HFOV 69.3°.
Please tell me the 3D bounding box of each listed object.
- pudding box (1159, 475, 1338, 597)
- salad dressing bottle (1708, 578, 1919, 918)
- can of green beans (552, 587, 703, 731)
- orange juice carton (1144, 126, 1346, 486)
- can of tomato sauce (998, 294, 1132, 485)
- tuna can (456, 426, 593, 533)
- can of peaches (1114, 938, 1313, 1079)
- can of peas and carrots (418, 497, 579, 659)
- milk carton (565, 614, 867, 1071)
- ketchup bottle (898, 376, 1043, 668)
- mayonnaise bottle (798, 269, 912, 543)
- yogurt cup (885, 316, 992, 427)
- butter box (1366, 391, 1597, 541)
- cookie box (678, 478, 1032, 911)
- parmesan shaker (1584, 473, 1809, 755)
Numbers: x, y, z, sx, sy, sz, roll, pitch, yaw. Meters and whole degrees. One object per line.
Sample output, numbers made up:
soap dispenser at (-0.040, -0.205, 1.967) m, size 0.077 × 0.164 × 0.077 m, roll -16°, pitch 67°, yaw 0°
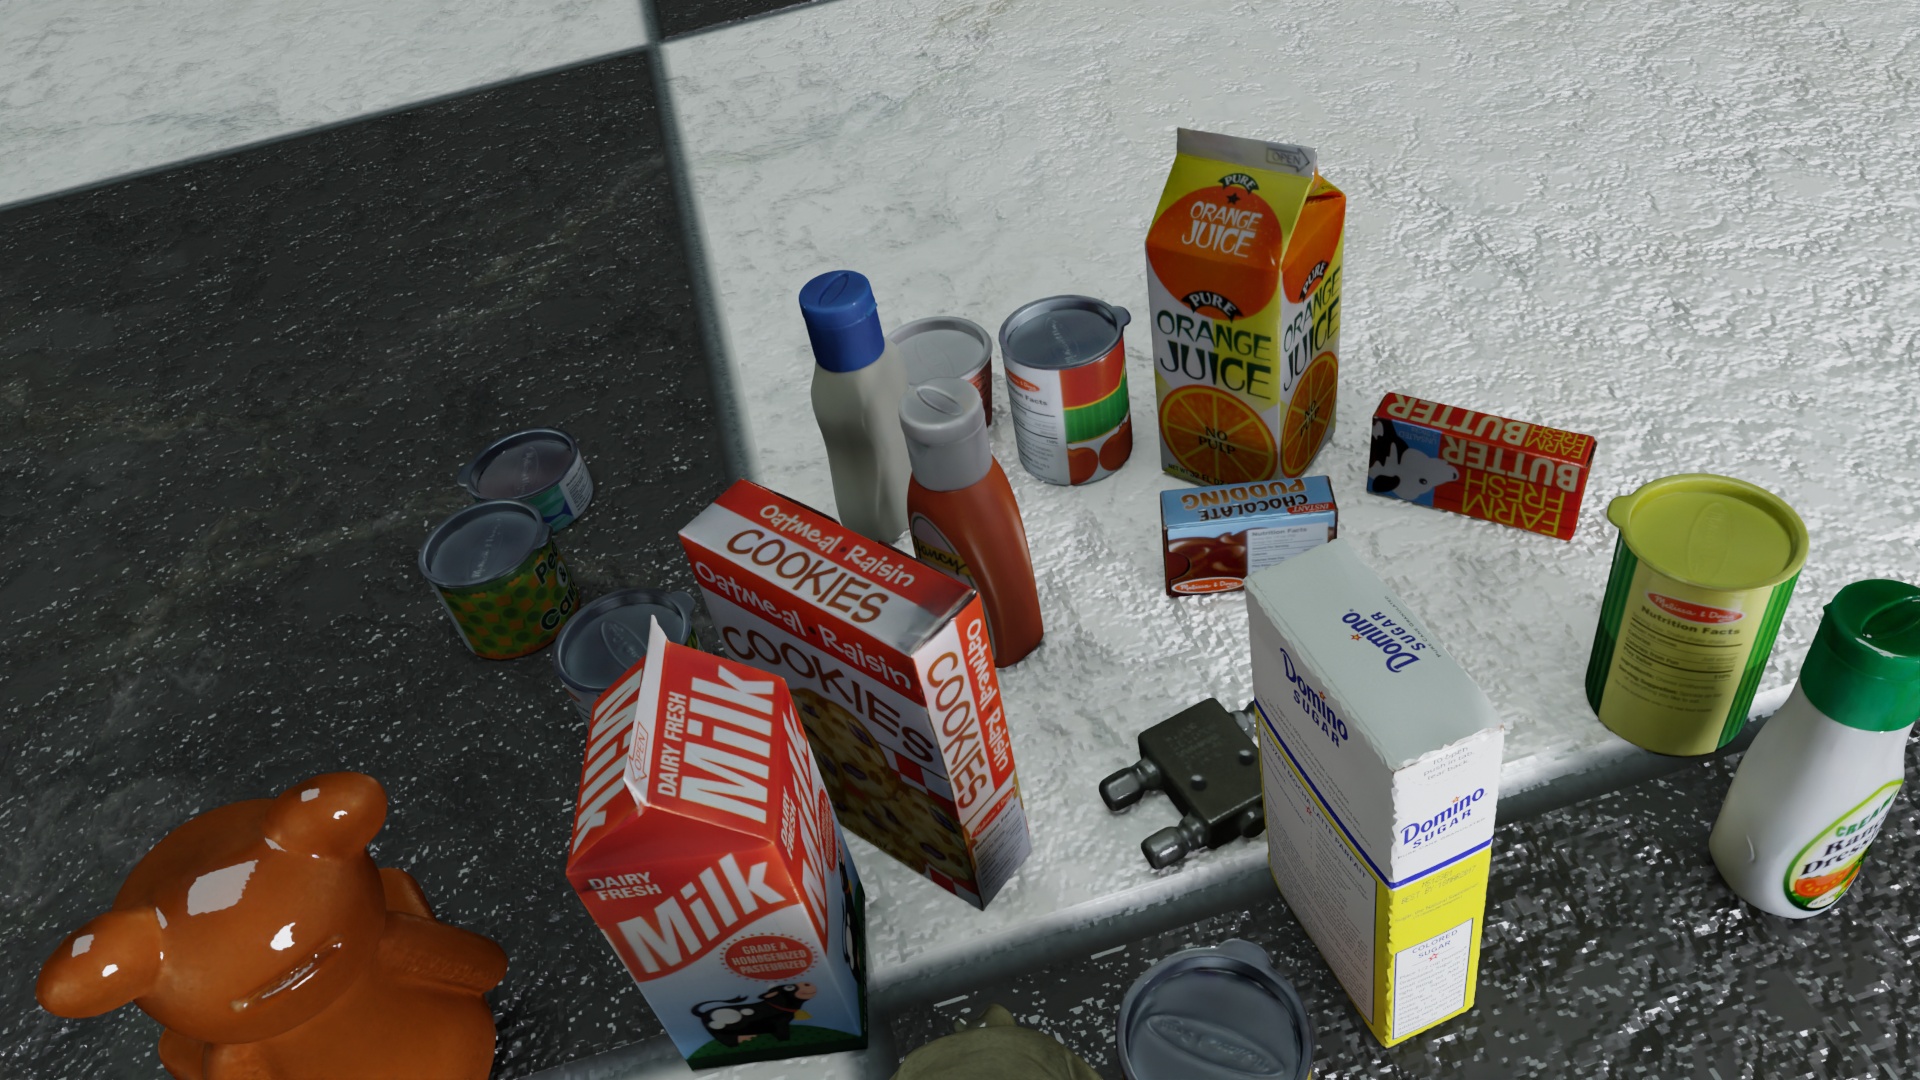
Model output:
pudding box at (0.141, -0.002, 0.683) m, size 0.084 × 0.049 × 0.030 m, roll -6°, pitch 43°, yaw 6°
salad dressing bottle at (0.309, 0.077, 0.493) m, size 0.064 × 0.147 × 0.044 m, roll -25°, pitch 45°, yaw -13°
can of green beans at (-0.154, 0.066, 0.669) m, size 0.071 × 0.057 × 0.071 m, roll -6°, pitch 43°, yaw 6°
orange juice carton at (0.144, -0.116, 0.697) m, size 0.072 × 0.191 × 0.073 m, roll 21°, pitch 52°, yaw 30°
can of tomato sauce at (0.061, -0.082, 0.760) m, size 0.071 × 0.082 × 0.071 m, roll -6°, pitch 43°, yaw 6°
tuna can at (-0.253, -0.033, 0.812) m, size 0.071 × 0.032 × 0.071 m, roll -6°, pitch 43°, yaw 6°
can of peaches at (0.091, 0.186, 0.490) m, size 0.071 × 0.057 × 0.071 m, roll -6°, pitch 43°, yaw 6°
can of peas and carrots at (-0.240, 0.020, 0.735) m, size 0.071 × 0.058 × 0.071 m, roll -6°, pitch 43°, yaw 6°
milk carton at (-0.087, 0.115, 0.507) m, size 0.073 × 0.189 × 0.073 m, roll -9°, pitch 43°, yaw 4°
ketchup bottle at (0.002, -0.008, 0.647) m, size 0.044 × 0.148 × 0.065 m, roll -38°, pitch 49°, yaw -25°
mayonnaise bottle at (-0.050, -0.070, 0.723) m, size 0.041 × 0.147 × 0.065 m, roll 10°, pitch 47°, yaw 21°
yogurt cup at (-0.012, -0.089, 0.804) m, size 0.072 × 0.053 × 0.073 m, roll -6°, pitch 43°, yaw 6°
butter box at (0.257, -0.037, 0.692) m, size 0.103 × 0.052 × 0.024 m, roll 17°, pitch 50°, yaw 27°
cookie box at (-0.039, 0.064, 0.566) m, size 0.123 × 0.166 × 0.040 m, roll 24°, pitch 54°, yaw 32°
parmesan shaker at (0.298, 0.031, 0.575) m, size 0.071 × 0.102 × 0.072 m, roll -6°, pitch 43°, yaw 6°
